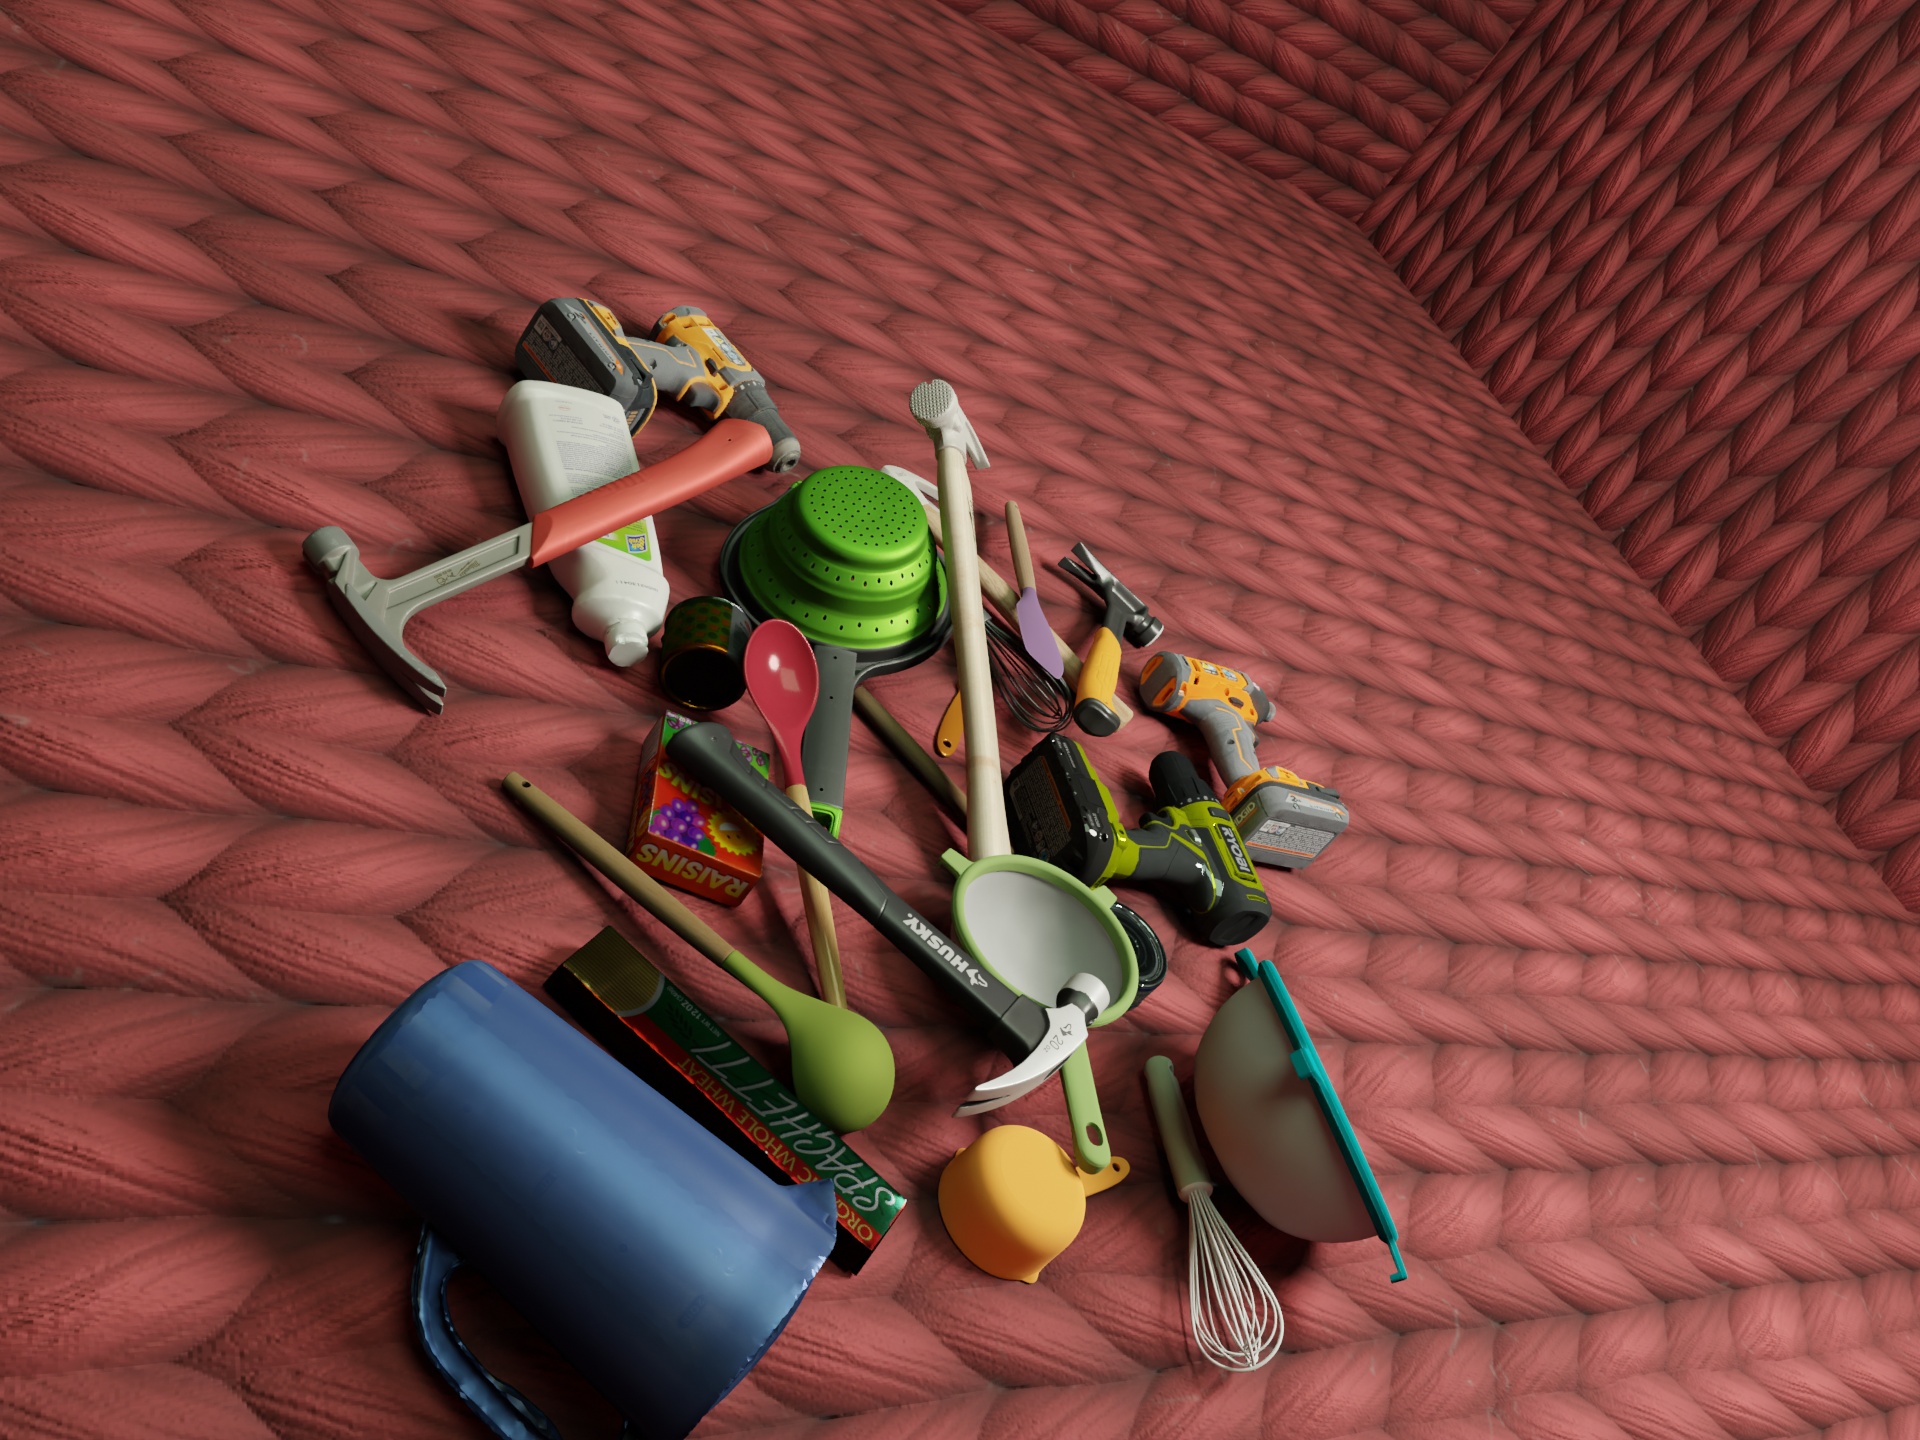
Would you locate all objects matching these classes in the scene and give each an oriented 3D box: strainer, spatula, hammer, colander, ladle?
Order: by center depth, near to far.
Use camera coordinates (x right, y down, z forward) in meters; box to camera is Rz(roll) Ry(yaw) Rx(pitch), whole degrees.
[{"bbox_3d":[-0.171,0.142,1.005,0.320,0.062,0.078,37,36,9],"label":"ladle"},{"bbox_3d":[-0.063,0.117,1.039,0.335,0.035,0.146,40,40,9],"label":"hammer"},{"bbox_3d":[-0.109,0.070,1.105,0.069,0.031,0.316,13,54,-42],"label":"ladle"},{"bbox_3d":[0.056,0.210,1.108,0.151,0.069,0.257,16,39,-25],"label":"strainer"},{"bbox_3d":[-0.270,-0.135,1.140,0.359,0.036,0.149,-32,73,-38],"label":"hammer"},{"bbox_3d":[0.219,0.266,1.194,0.340,0.095,0.211,-102,166,-73],"label":"strainer"},{"bbox_3d":[-0.091,-0.080,1.245,0.204,0.094,0.398,11,48,-11],"label":"colander"},{"bbox_3d":[0.011,-0.061,1.284,0.146,0.038,0.411,47,36,-69],"label":"hammer"},{"bbox_3d":[0.132,-0.070,1.495,0.127,0.034,0.337,43,23,-9],"label":"hammer"},{"bbox_3d":[0.063,-0.131,1.501,0.059,0.018,0.316,41,22,-27],"label":"spatula"},{"bbox_3d":[0.040,-0.116,1.501,0.331,0.031,0.130,46,21,2],"label":"hammer"}]

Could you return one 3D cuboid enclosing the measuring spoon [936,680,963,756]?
[{"bbox_3d":[-0.002,-0.004,1.363,0.021,0.011,0.117,34,33,-9],"label":"measuring spoon"}]

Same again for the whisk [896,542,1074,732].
[{"bbox_3d":[0.017,-0.084,1.422,0.239,0.055,0.055,51,34,6],"label":"whisk"}]

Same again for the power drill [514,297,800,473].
[{"bbox_3d":[-0.253,-0.287,1.394,0.185,0.084,0.226,50,30,13],"label":"power drill"}]

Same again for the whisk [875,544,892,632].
[{"bbox_3d":[-0.067,-0.121,1.415,0.051,0.047,0.245,37,26,-28],"label":"whisk"}]

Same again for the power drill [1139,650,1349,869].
[{"bbox_3d":[0.281,0.033,1.541,0.164,0.084,0.227,13,38,-36],"label":"power drill"}]

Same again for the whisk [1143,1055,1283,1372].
[{"bbox_3d":[0.166,0.333,1.099,0.247,0.059,0.057,-103,171,-48],"label":"whisk"}]

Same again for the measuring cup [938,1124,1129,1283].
[{"bbox_3d":[0.066,0.298,1.031,0.173,0.052,0.095,-4,52,-44],"label":"measuring cup"}]

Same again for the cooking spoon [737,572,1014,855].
[{"bbox_3d":[-0.069,-0.005,1.291,0.319,0.017,0.069,47,39,11],"label":"cooking spoon"}]

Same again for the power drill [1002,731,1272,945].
[{"bbox_3d":[0.148,0.086,1.348,0.228,0.080,0.191,16,40,-36],"label":"power drill"}]
